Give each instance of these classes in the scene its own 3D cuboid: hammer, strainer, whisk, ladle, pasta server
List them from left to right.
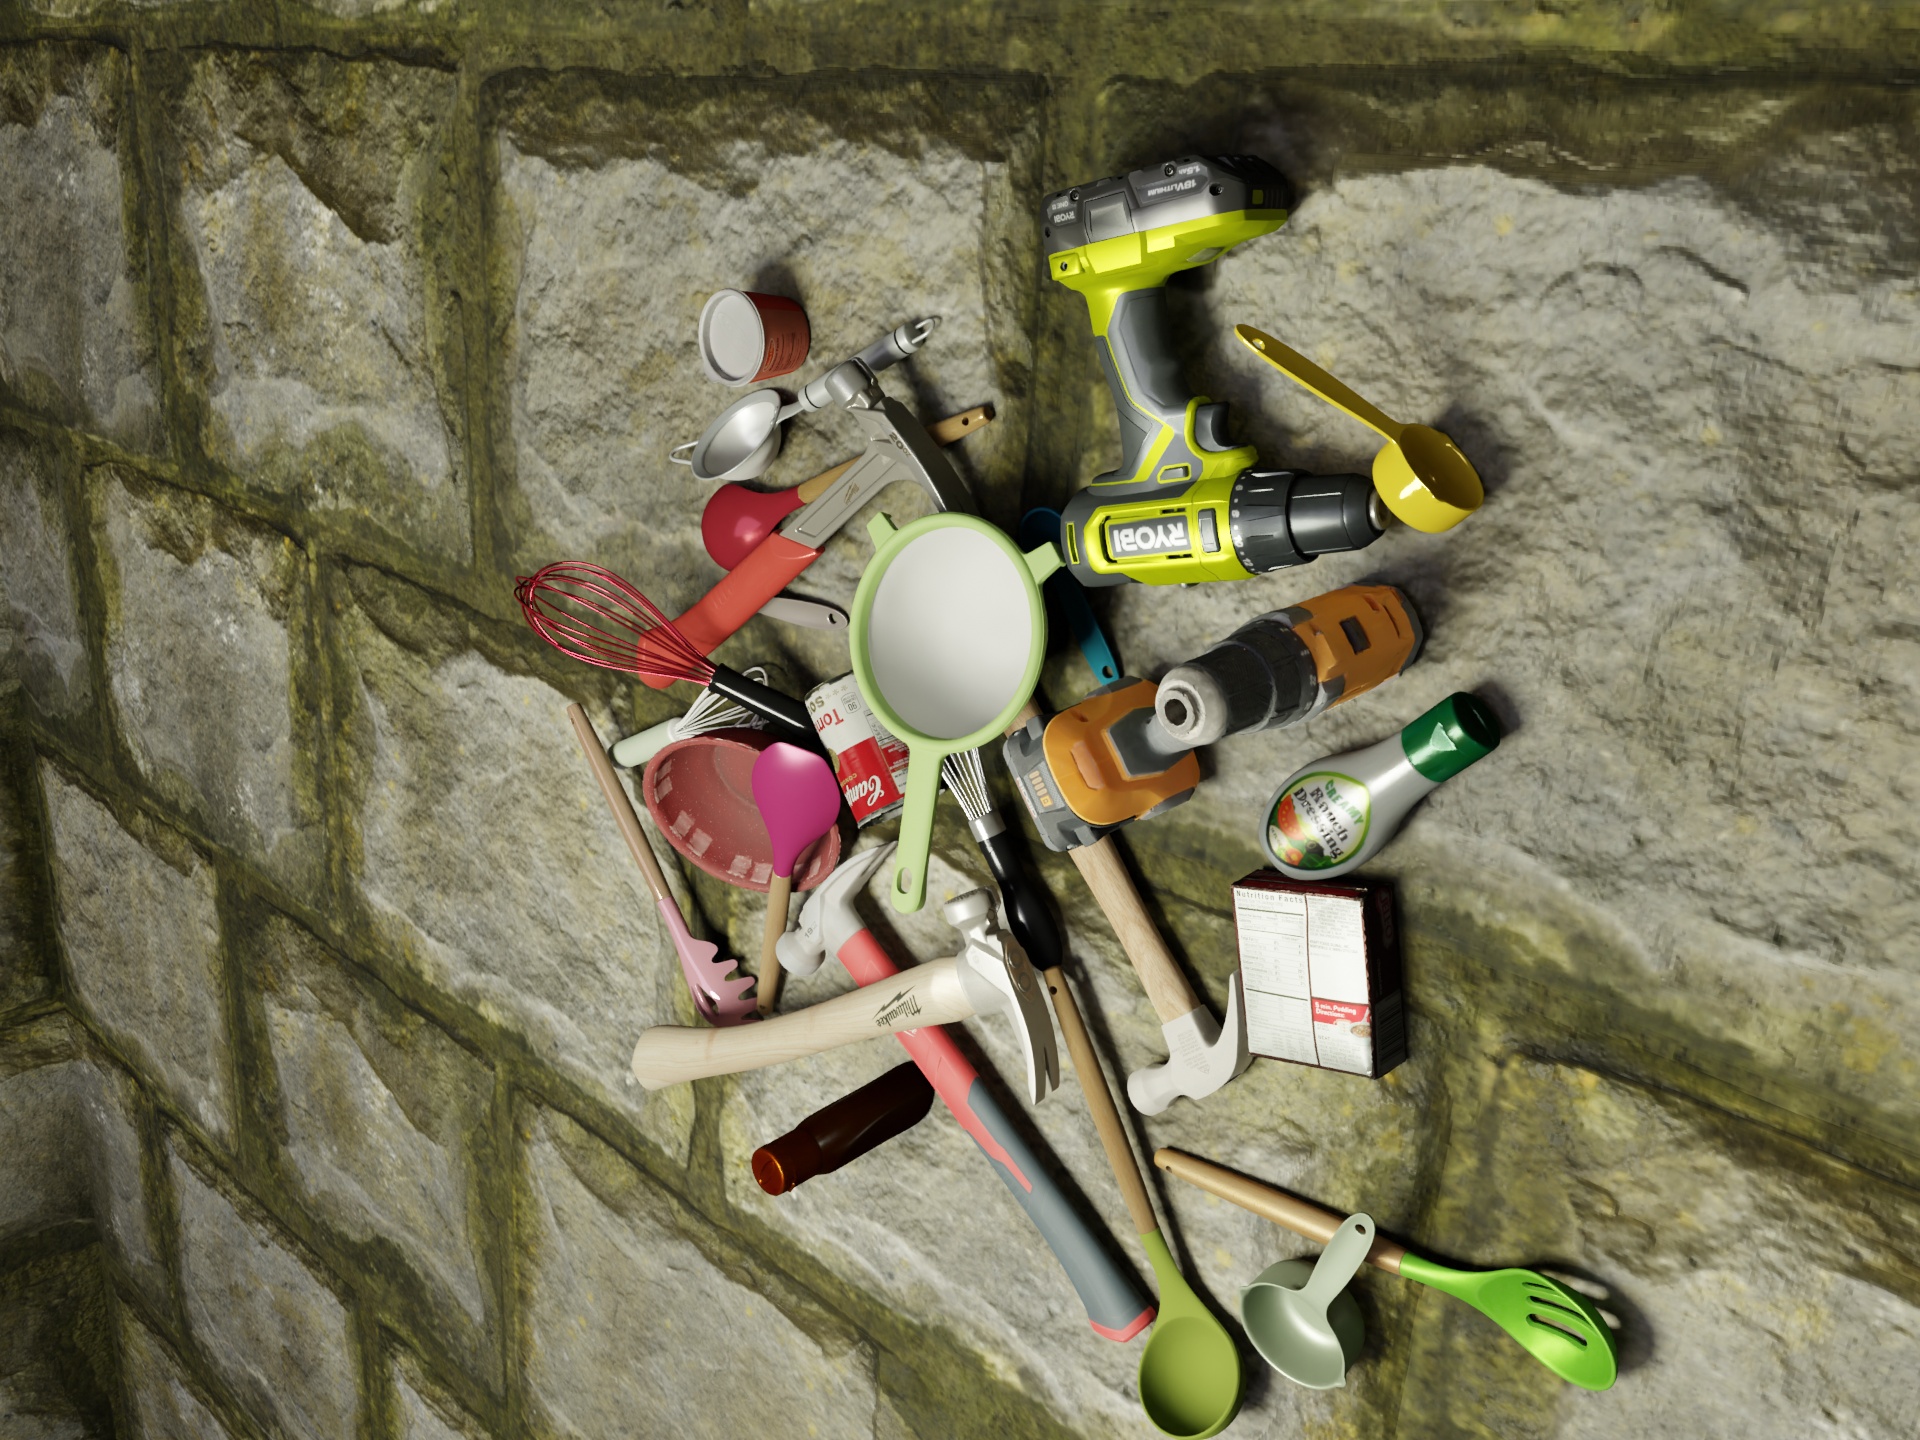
[{"bbox_3d":[-0.258,0.125,1.357,0.060,0.040,0.316,-32,82,43],"label":"pasta server"},{"bbox_3d":[-0.226,0.006,1.305,0.246,0.057,0.059,-19,55,47],"label":"whisk"},{"bbox_3d":[-0.200,-0.041,1.185,0.296,0.073,0.073,26,123,2],"label":"whisk"},{"bbox_3d":[-0.132,-0.105,1.161,0.359,0.037,0.149,-35,92,43],"label":"hammer"},{"bbox_3d":[-0.110,-0.223,1.128,0.258,0.050,0.087,-21,44,39],"label":"strainer"},{"bbox_3d":[-0.104,0.238,1.180,0.410,0.038,0.146,-22,88,39],"label":"hammer"},{"bbox_3d":[-0.093,-0.169,1.140,0.315,0.031,0.069,-15,91,43],"label":"ladle"},{"bbox_3d":[-0.002,-0.003,1.020,0.151,0.069,0.256,14,100,35],"label":"strainer"},{"bbox_3d":[0.004,0.043,1.091,0.070,0.070,0.284,-25,89,44],"label":"whisk"},{"bbox_3d":[0.017,0.267,1.146,0.386,0.038,0.143,51,122,17],"label":"hammer"},{"bbox_3d":[0.090,0.088,1.036,0.130,0.031,0.331,-38,75,43],"label":"hammer"},{"bbox_3d":[0.111,0.318,1.057,0.078,0.062,0.320,-21,88,33],"label":"ladle"}]

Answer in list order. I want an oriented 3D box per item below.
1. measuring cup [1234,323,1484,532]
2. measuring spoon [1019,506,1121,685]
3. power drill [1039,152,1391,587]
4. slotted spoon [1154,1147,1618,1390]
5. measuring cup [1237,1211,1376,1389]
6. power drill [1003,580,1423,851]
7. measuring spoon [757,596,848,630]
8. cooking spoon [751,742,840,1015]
[{"bbox_3d":[0.197,-0.149,0.811,0.156,0.062,0.029,33,135,-8],"label":"measuring cup"},{"bbox_3d":[0.078,-0.078,1.015,0.042,0.021,0.128,-20,97,45],"label":"measuring spoon"},{"bbox_3d":[0.136,-0.188,0.884,0.191,0.080,0.228,-1,103,39],"label":"power drill"},{"bbox_3d":[0.245,0.315,0.960,0.314,0.031,0.070,12,125,43],"label":"slotted spoon"},{"bbox_3d":[0.225,0.339,0.963,0.083,0.038,0.167,38,134,26],"label":"measuring cup"},{"bbox_3d":[0.121,0.001,0.879,0.226,0.185,0.084,-31,82,47],"label":"power drill"},{"bbox_3d":[-0.130,-0.087,1.208,0.124,0.018,0.034,14,121,33],"label":"measuring spoon"},{"bbox_3d":[-0.138,0.132,1.222,0.069,0.017,0.318,19,135,6],"label":"cooking spoon"}]
